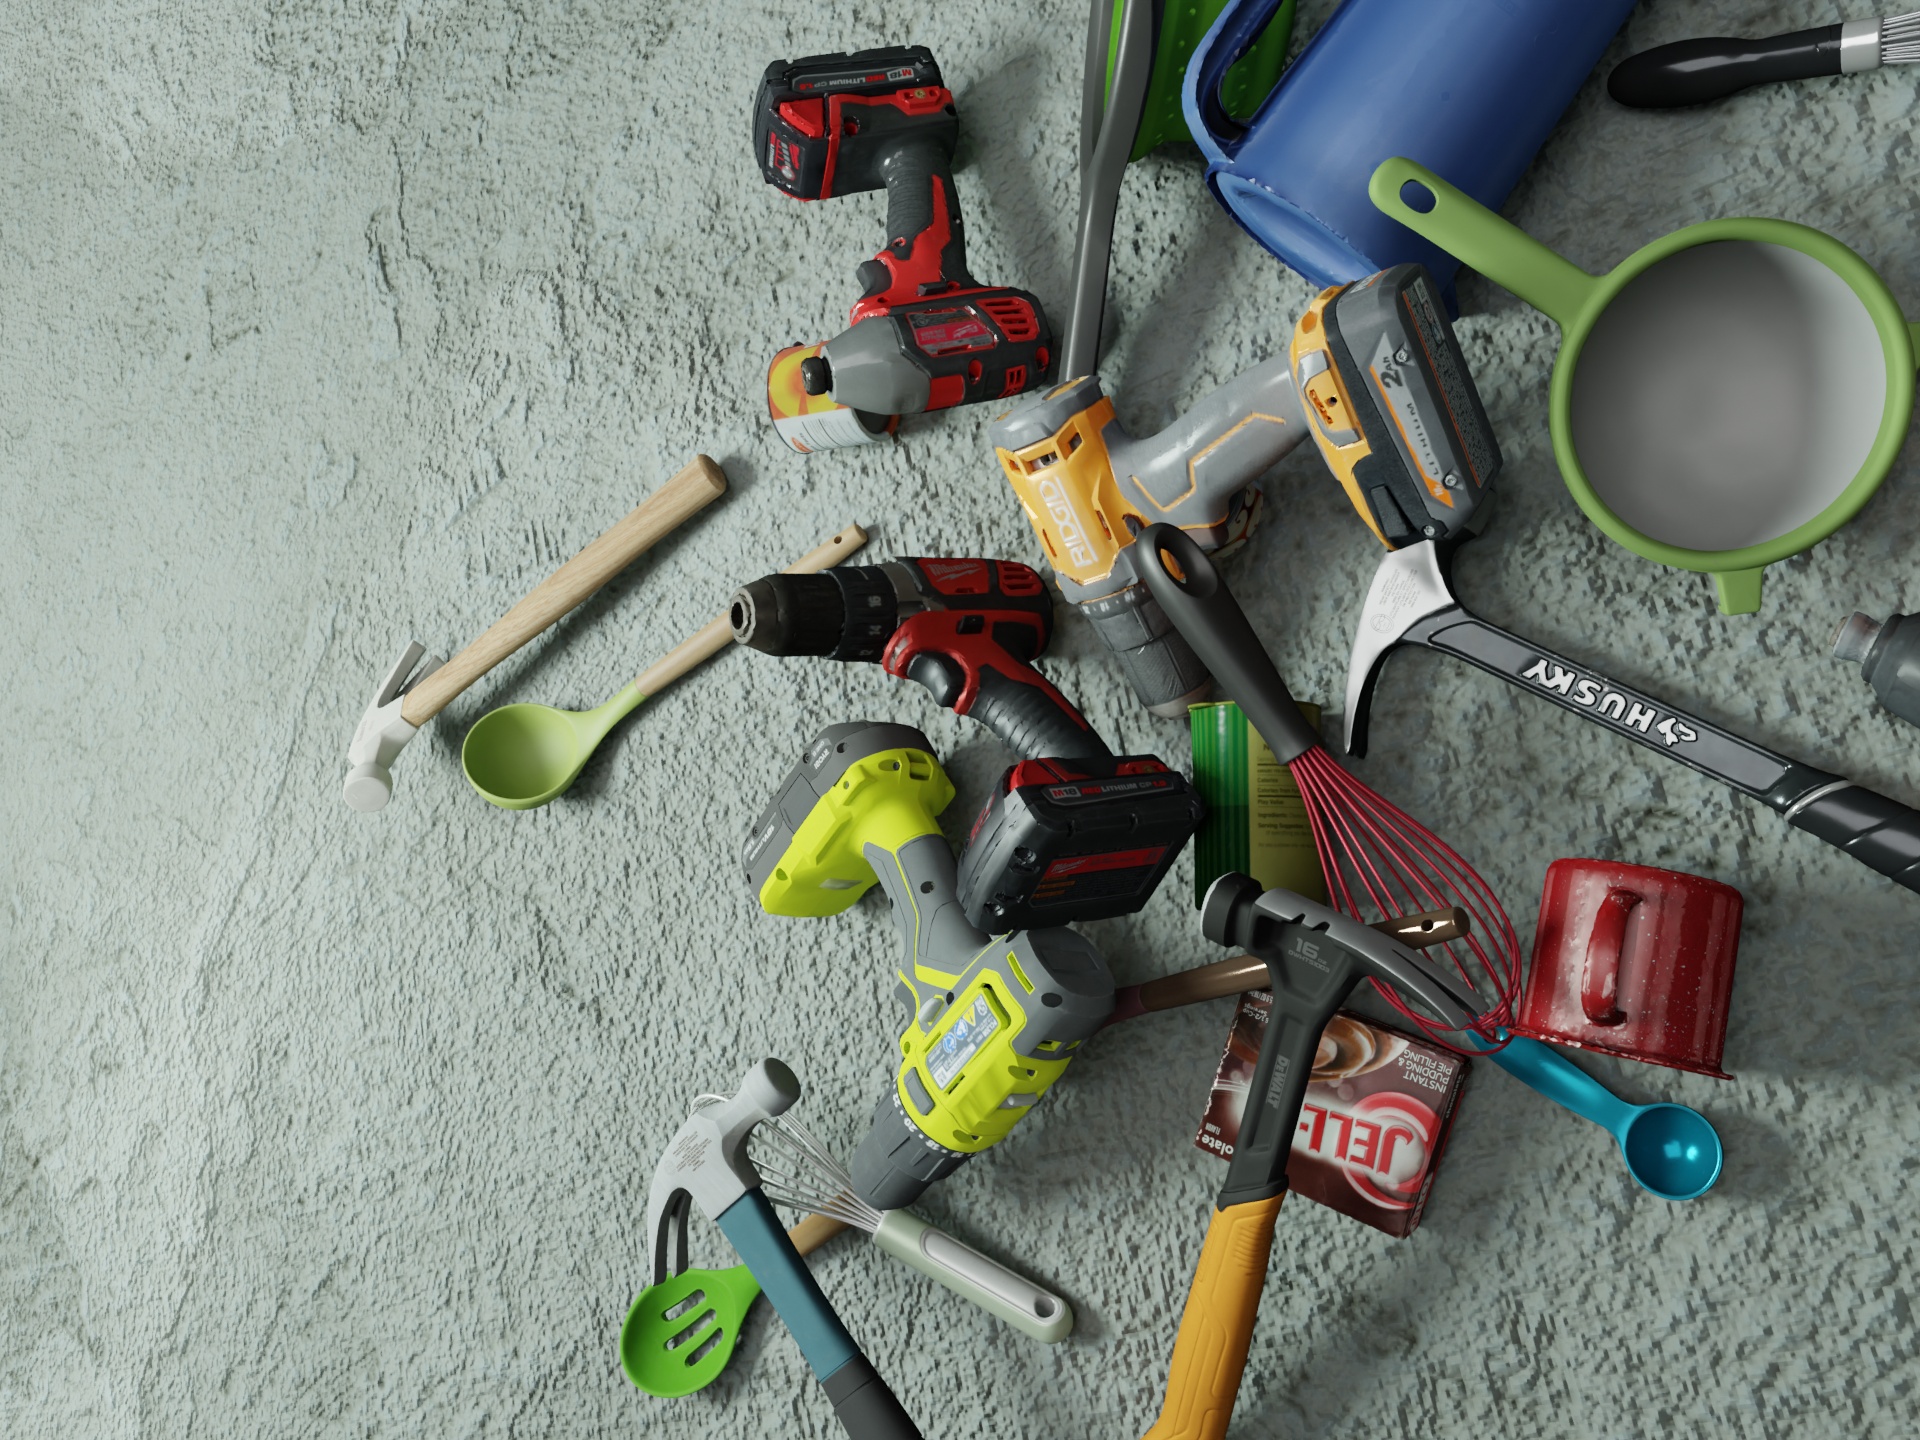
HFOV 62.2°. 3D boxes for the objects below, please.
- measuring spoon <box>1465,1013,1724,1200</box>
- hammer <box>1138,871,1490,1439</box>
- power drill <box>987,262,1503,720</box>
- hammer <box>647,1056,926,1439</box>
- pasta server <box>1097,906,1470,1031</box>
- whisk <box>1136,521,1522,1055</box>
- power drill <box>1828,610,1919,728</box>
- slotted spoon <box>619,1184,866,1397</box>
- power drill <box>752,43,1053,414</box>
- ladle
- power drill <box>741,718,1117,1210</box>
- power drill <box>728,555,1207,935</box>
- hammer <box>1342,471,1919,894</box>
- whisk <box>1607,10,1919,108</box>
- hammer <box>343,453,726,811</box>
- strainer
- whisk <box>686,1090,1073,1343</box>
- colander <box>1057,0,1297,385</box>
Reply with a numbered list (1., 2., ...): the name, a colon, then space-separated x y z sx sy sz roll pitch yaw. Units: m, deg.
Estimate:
1. measuring spoon: 0.292 0.173 0.737 0.129 0.021 0.042 34 103 39
2. hammer: 0.139 0.244 0.744 0.127 0.034 0.336 24 114 34
3. power drill: 0.142 -0.102 0.779 0.226 0.084 0.185 -16 107 36
4. hammer: -0.053 0.346 0.822 0.128 0.033 0.331 -43 71 16
5. pasta server: 0.108 0.132 0.787 0.316 0.040 0.060 -25 63 45
6. whisk: 0.172 0.030 0.750 0.073 0.073 0.296 -35 88 22
7. power drill: 0.469 -0.079 0.630 0.164 0.084 0.226 28 101 31
8. slotted spoon: -0.082 0.299 0.928 0.313 0.031 0.070 -40 66 18
9. power drill: -0.045 -0.278 0.927 0.143 0.078 0.220 -14 72 -15
10. ladle: -0.194 -0.039 1.025 0.320 0.062 0.078 -33 60 20
11. power drill: -0.033 0.131 0.864 0.190 0.080 0.229 -53 50 26
12. power drill: -0.001 -0.003 0.812 0.227 0.187 0.080 58 136 35
13. hammer: 0.357 0.031 0.705 0.409 0.036 0.149 32 100 30
14. whisk: 0.434 -0.304 0.698 0.285 0.070 0.070 5 86 35
15. hammer: -0.290 -0.072 1.078 0.331 0.031 0.130 -36 35 14
16. strainer: 0.290 -0.173 0.714 0.256 0.069 0.151 33 102 1
17. whisk: -0.048 0.274 0.879 0.246 0.058 0.059 25 133 16
18. colander: 0.114 -0.302 0.859 0.094 0.204 0.397 6 104 -3
